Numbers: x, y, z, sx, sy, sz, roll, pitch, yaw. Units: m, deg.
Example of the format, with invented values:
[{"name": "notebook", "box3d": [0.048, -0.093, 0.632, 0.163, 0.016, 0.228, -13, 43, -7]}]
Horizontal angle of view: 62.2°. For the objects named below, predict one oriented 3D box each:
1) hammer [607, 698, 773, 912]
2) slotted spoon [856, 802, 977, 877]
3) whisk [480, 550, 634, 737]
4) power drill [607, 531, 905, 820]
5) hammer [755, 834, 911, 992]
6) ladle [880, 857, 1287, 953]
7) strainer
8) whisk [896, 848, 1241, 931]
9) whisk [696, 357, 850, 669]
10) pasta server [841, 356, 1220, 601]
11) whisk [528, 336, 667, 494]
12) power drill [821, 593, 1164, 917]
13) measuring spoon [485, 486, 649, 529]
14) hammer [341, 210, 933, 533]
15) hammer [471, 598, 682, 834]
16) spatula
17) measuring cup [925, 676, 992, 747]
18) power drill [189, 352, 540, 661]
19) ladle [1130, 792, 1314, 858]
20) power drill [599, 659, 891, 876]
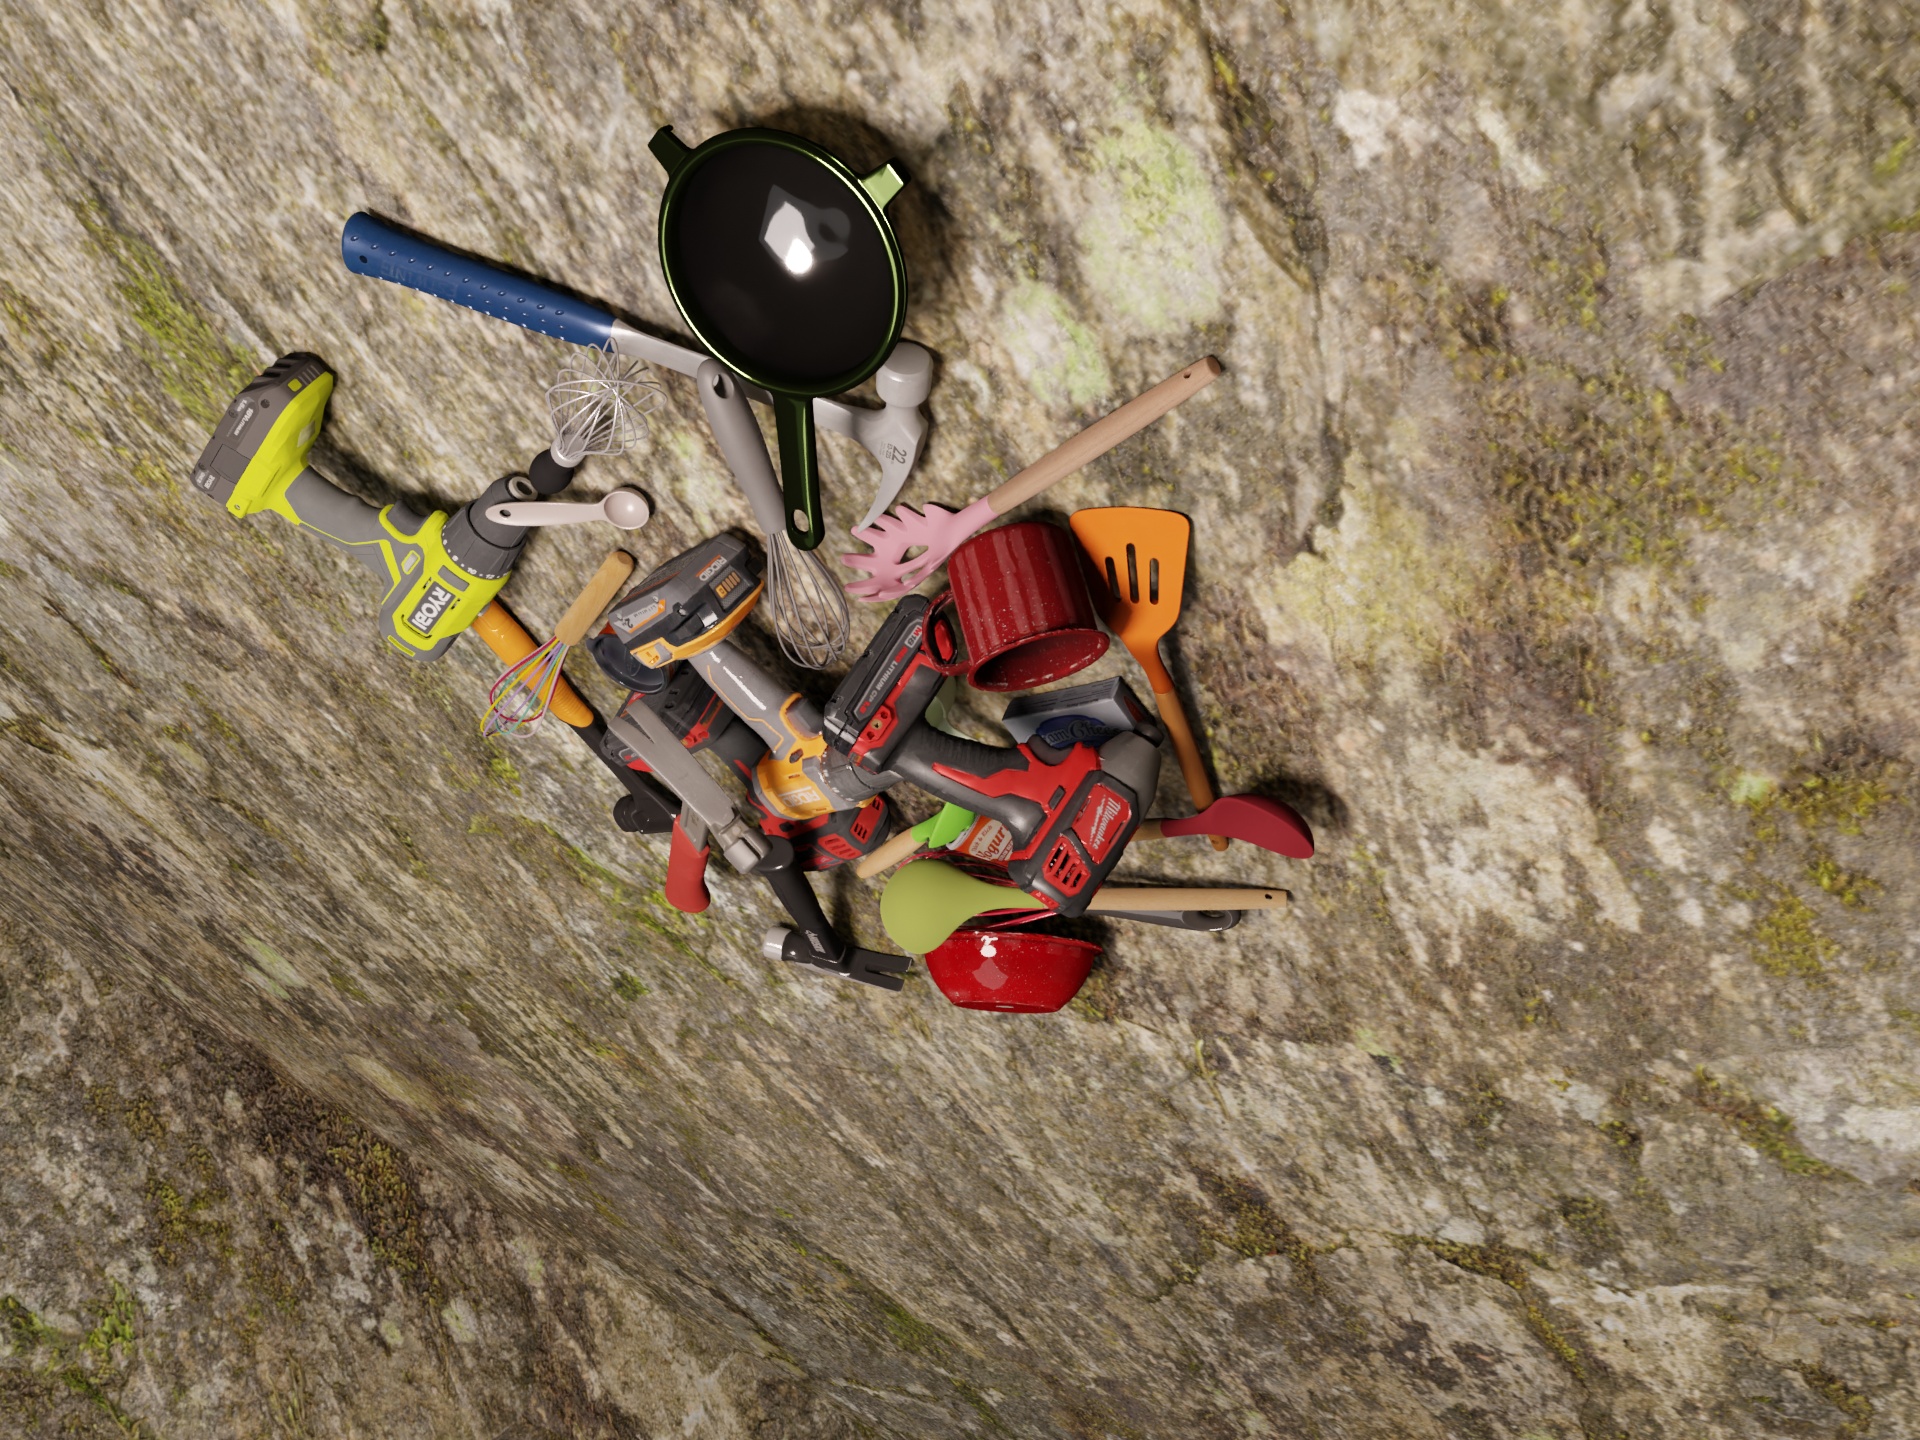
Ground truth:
[{"name": "hammer", "box3d": [-0.228, 0.096, 1.304, 0.149, 0.037, 0.359, 46, 160, 5]}, {"name": "slotted spoon", "box3d": [-0.039, 0.095, 1.286, 0.031, 0.070, 0.313, 35, 157, -7]}, {"name": "whisk", "box3d": [-0.325, -0.058, 1.286, 0.047, 0.051, 0.245, 21, 134, -30]}, {"name": "power drill", "box3d": [-0.134, -0.025, 1.165, 0.185, 0.084, 0.226, -15, 118, 52]}, {"name": "hammer", "box3d": [-0.131, 0.172, 1.411, 0.146, 0.035, 0.334, 14, 158, 11]}, {"name": "ladle", "box3d": [0.093, 0.144, 1.250, 0.320, 0.078, 0.062, -1, 154, 9]}, {"name": "strainer", "box3d": [-0.087, -0.220, 0.917, 0.151, 0.069, 0.256, 14, 132, 18]}, {"name": "whisk", "box3d": [0.082, 0.145, 1.299, 0.296, 0.073, 0.073, 3, 138, 21]}, {"name": "whisk", "box3d": [-0.123, -0.128, 1.034, 0.055, 0.055, 0.238, 4, 133, 28]}, {"name": "pasta server", "box3d": [0.034, -0.146, 0.981, 0.040, 0.060, 0.316, 9, 156, -39]}, {"name": "whisk", "box3d": [-0.252, -0.187, 1.049, 0.070, 0.070, 0.284, 39, 163, -16]}, {"name": "power drill", "box3d": [0.027, 0.017, 1.071, 0.219, 0.143, 0.078, 35, 170, 0]}, {"name": "measuring spoon", "box3d": [-0.287, -0.157, 1.164, 0.124, 0.018, 0.034, -1, 135, 8]}, {"name": "hammer", "box3d": [-0.212, -0.239, 1.024, 0.405, 0.035, 0.144, 21, 144, 8]}, {"name": "hammer", "box3d": [-0.345, -0.020, 1.381, 0.127, 0.034, 0.336, -7, 132, 39]}, {"name": "spatula", "box3d": [0.148, -0.015, 1.087, 0.081, 0.041, 0.322, 5, 143, 28]}, {"name": "measuring cup", "box3d": [-0.002, -0.004, 1.182, 0.167, 0.038, 0.083, 32, 144, -9]}, {"name": "power drill", "box3d": [-0.444, -0.169, 1.211, 0.228, 0.080, 0.190, 38, 125, -16]}, {"name": "ladle", "box3d": [0.135, 0.083, 1.185, 0.069, 0.031, 0.315, 44, 149, -27]}, {"name": "power drill", "box3d": [-0.189, 0.053, 1.341, 0.226, 0.080, 0.188, 41, 144, -23]}]
